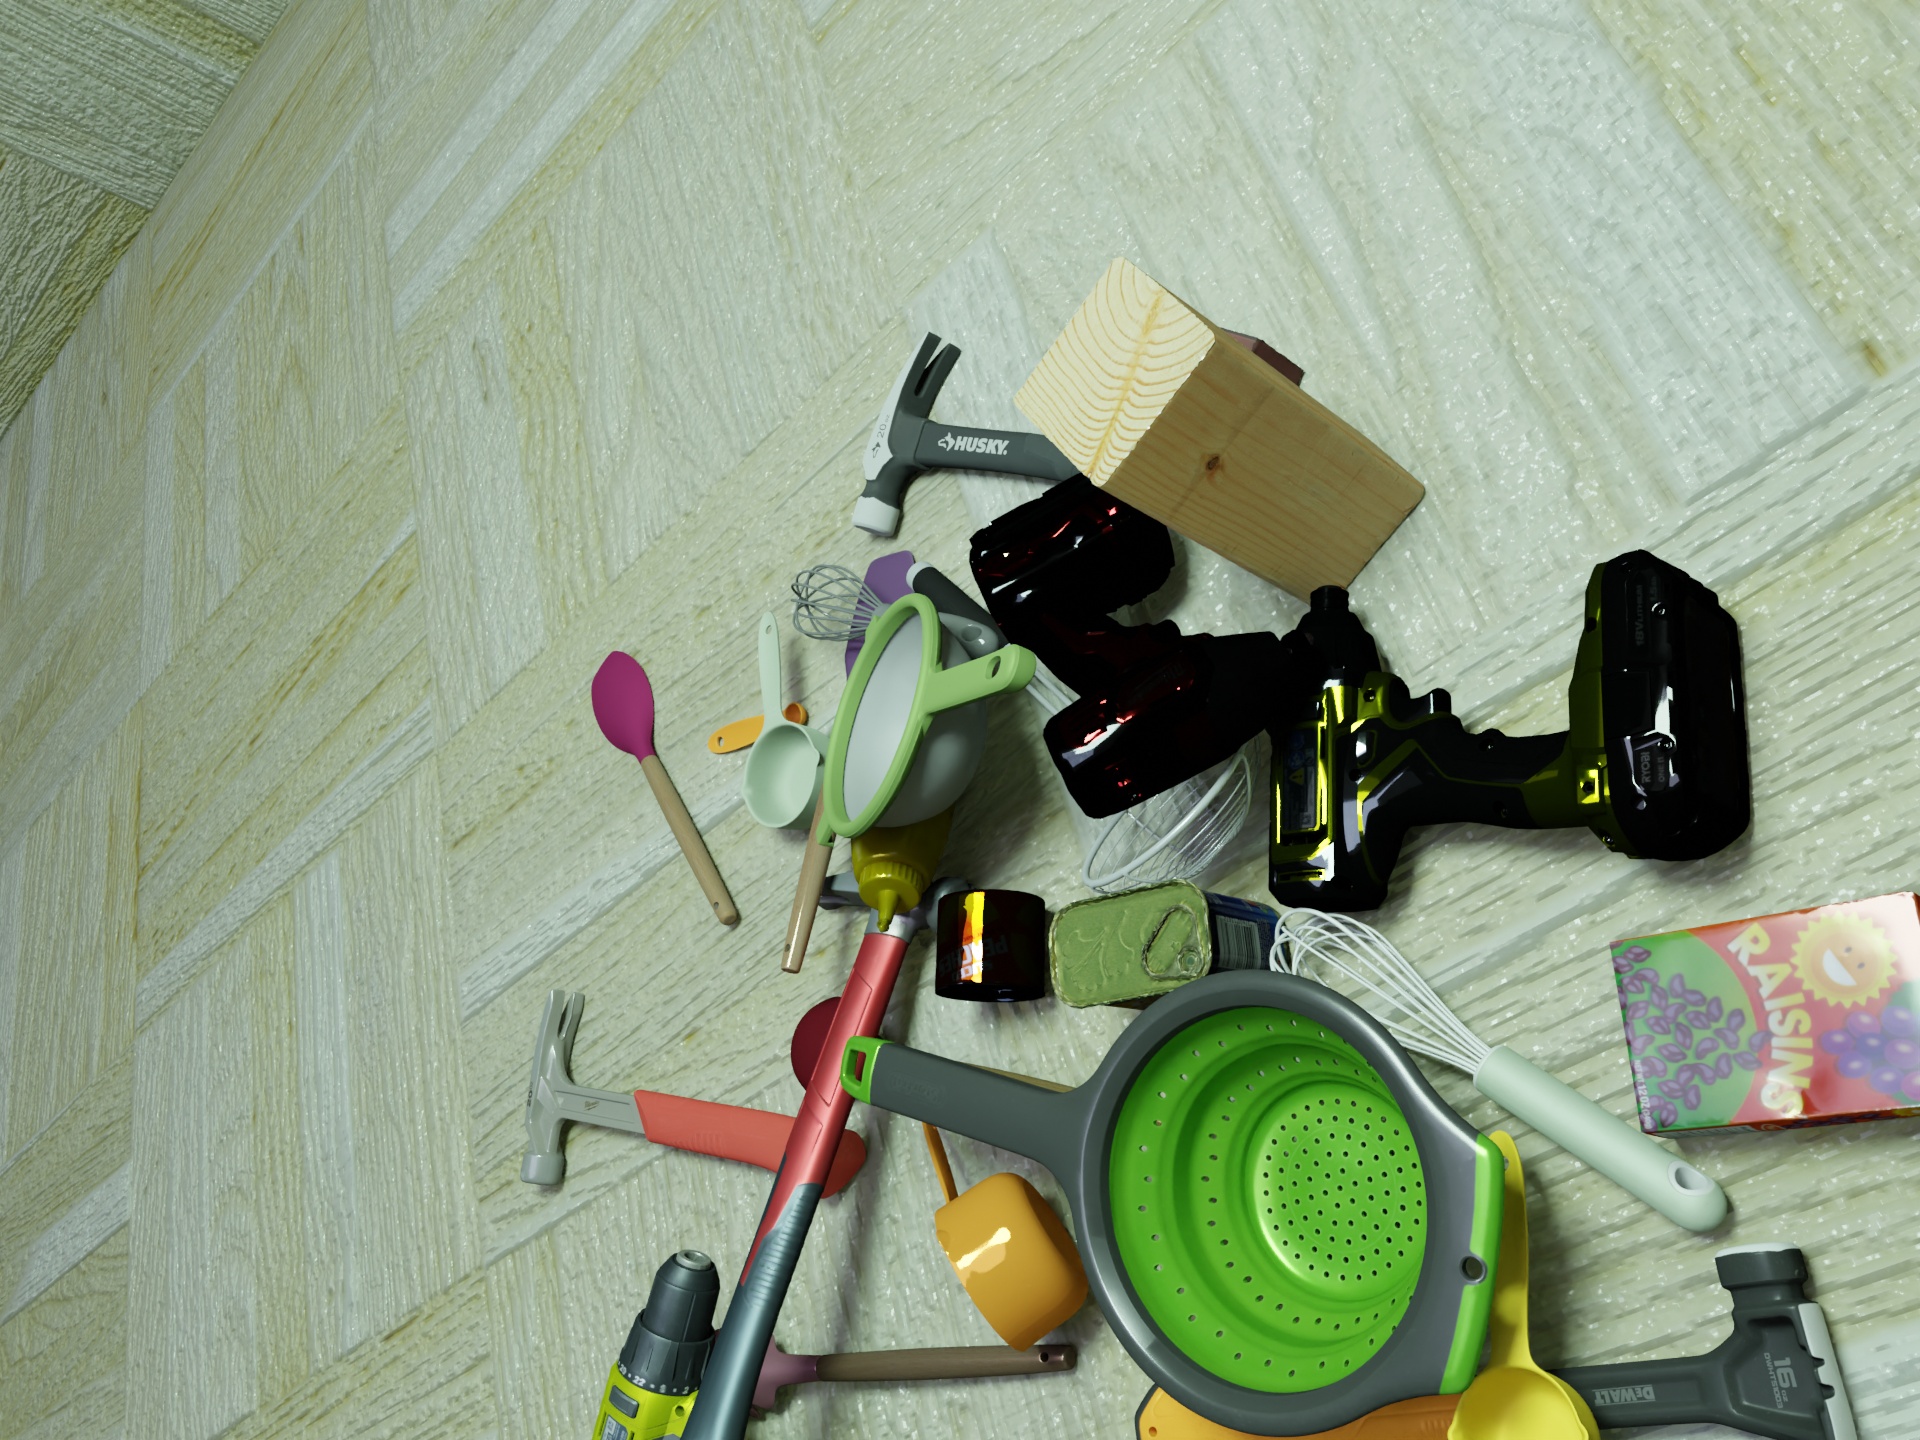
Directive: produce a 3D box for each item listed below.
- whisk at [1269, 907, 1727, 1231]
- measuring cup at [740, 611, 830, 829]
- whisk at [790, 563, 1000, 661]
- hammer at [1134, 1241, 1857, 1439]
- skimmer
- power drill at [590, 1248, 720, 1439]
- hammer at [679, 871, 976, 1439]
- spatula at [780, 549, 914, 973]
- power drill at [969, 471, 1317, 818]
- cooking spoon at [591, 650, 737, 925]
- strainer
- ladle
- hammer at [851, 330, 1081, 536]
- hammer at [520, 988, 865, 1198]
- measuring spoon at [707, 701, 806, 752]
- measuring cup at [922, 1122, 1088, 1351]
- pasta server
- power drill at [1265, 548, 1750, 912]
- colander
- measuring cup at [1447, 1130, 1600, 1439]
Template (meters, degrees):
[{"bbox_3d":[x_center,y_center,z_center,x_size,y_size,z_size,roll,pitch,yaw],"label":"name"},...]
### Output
[{"bbox_3d":[0.243,0.160,0.750,0.247,0.058,0.059,33,136,42],"label":"whisk"},{"bbox_3d":[-0.122,0.000,1.152,0.083,0.038,0.168,-25,62,35],"label":"measuring cup"},{"bbox_3d":[-0.047,-0.068,1.056,0.239,0.055,0.055,19,90,52],"label":"whisk"},{"bbox_3d":[0.221,0.322,0.719,0.337,0.034,0.127,-24,60,37],"label":"hammer"},{"bbox_3d":[0.048,-0.022,0.961,0.127,0.090,0.364,-47,46,2],"label":"skimmer"},{"bbox_3d":[-0.130,0.446,0.952,0.229,0.080,0.190,16,91,36],"label":"power drill"},{"bbox_3d":[-0.105,0.270,0.969,0.143,0.038,0.386,-4,56,42],"label":"hammer"},{"bbox_3d":[-0.078,0.020,1.086,0.060,0.018,0.316,-10,58,42],"label":"spatula"},{"bbox_3d":[0.095,-0.050,0.873,0.143,0.078,0.220,-29,38,4],"label":"power drill"},{"bbox_3d":[-0.239,0.049,1.266,0.068,0.017,0.319,-53,47,18],"label":"cooking spoon"},{"bbox_3d":[-0.001,-0.003,0.904,0.256,0.069,0.151,-18,56,64],"label":"strainer"},{"bbox_3d":[-0.002,0.219,0.976,0.315,0.031,0.069,1,76,42],"label":"ladle"},{"bbox_3d":[0.059,-0.179,1.045,0.335,0.035,0.146,15,88,45],"label":"hammer"},{"bbox_3d":[-0.201,0.278,1.139,0.359,0.036,0.149,-5,73,43],"label":"hammer"},{"bbox_3d":[-0.154,0.007,1.206,0.117,0.011,0.021,-17,77,43],"label":"measuring spoon"},{"bbox_3d":[0.020,0.272,0.907,0.052,0.095,0.174,-34,34,4],"label":"measuring cup"},{"bbox_3d":[-0.058,0.394,0.971,0.316,0.040,0.060,-19,64,34],"label":"pasta server"},{"bbox_3d":[0.250,0.000,0.773,0.223,0.080,0.171,-12,68,44],"label":"power drill"},{"bbox_3d":[0.100,0.218,0.814,0.397,0.094,0.204,6,83,43],"label":"colander"},{"bbox_3d":[0.243,0.257,0.686,0.062,0.029,0.157,-22,48,40],"label":"measuring cup"}]
